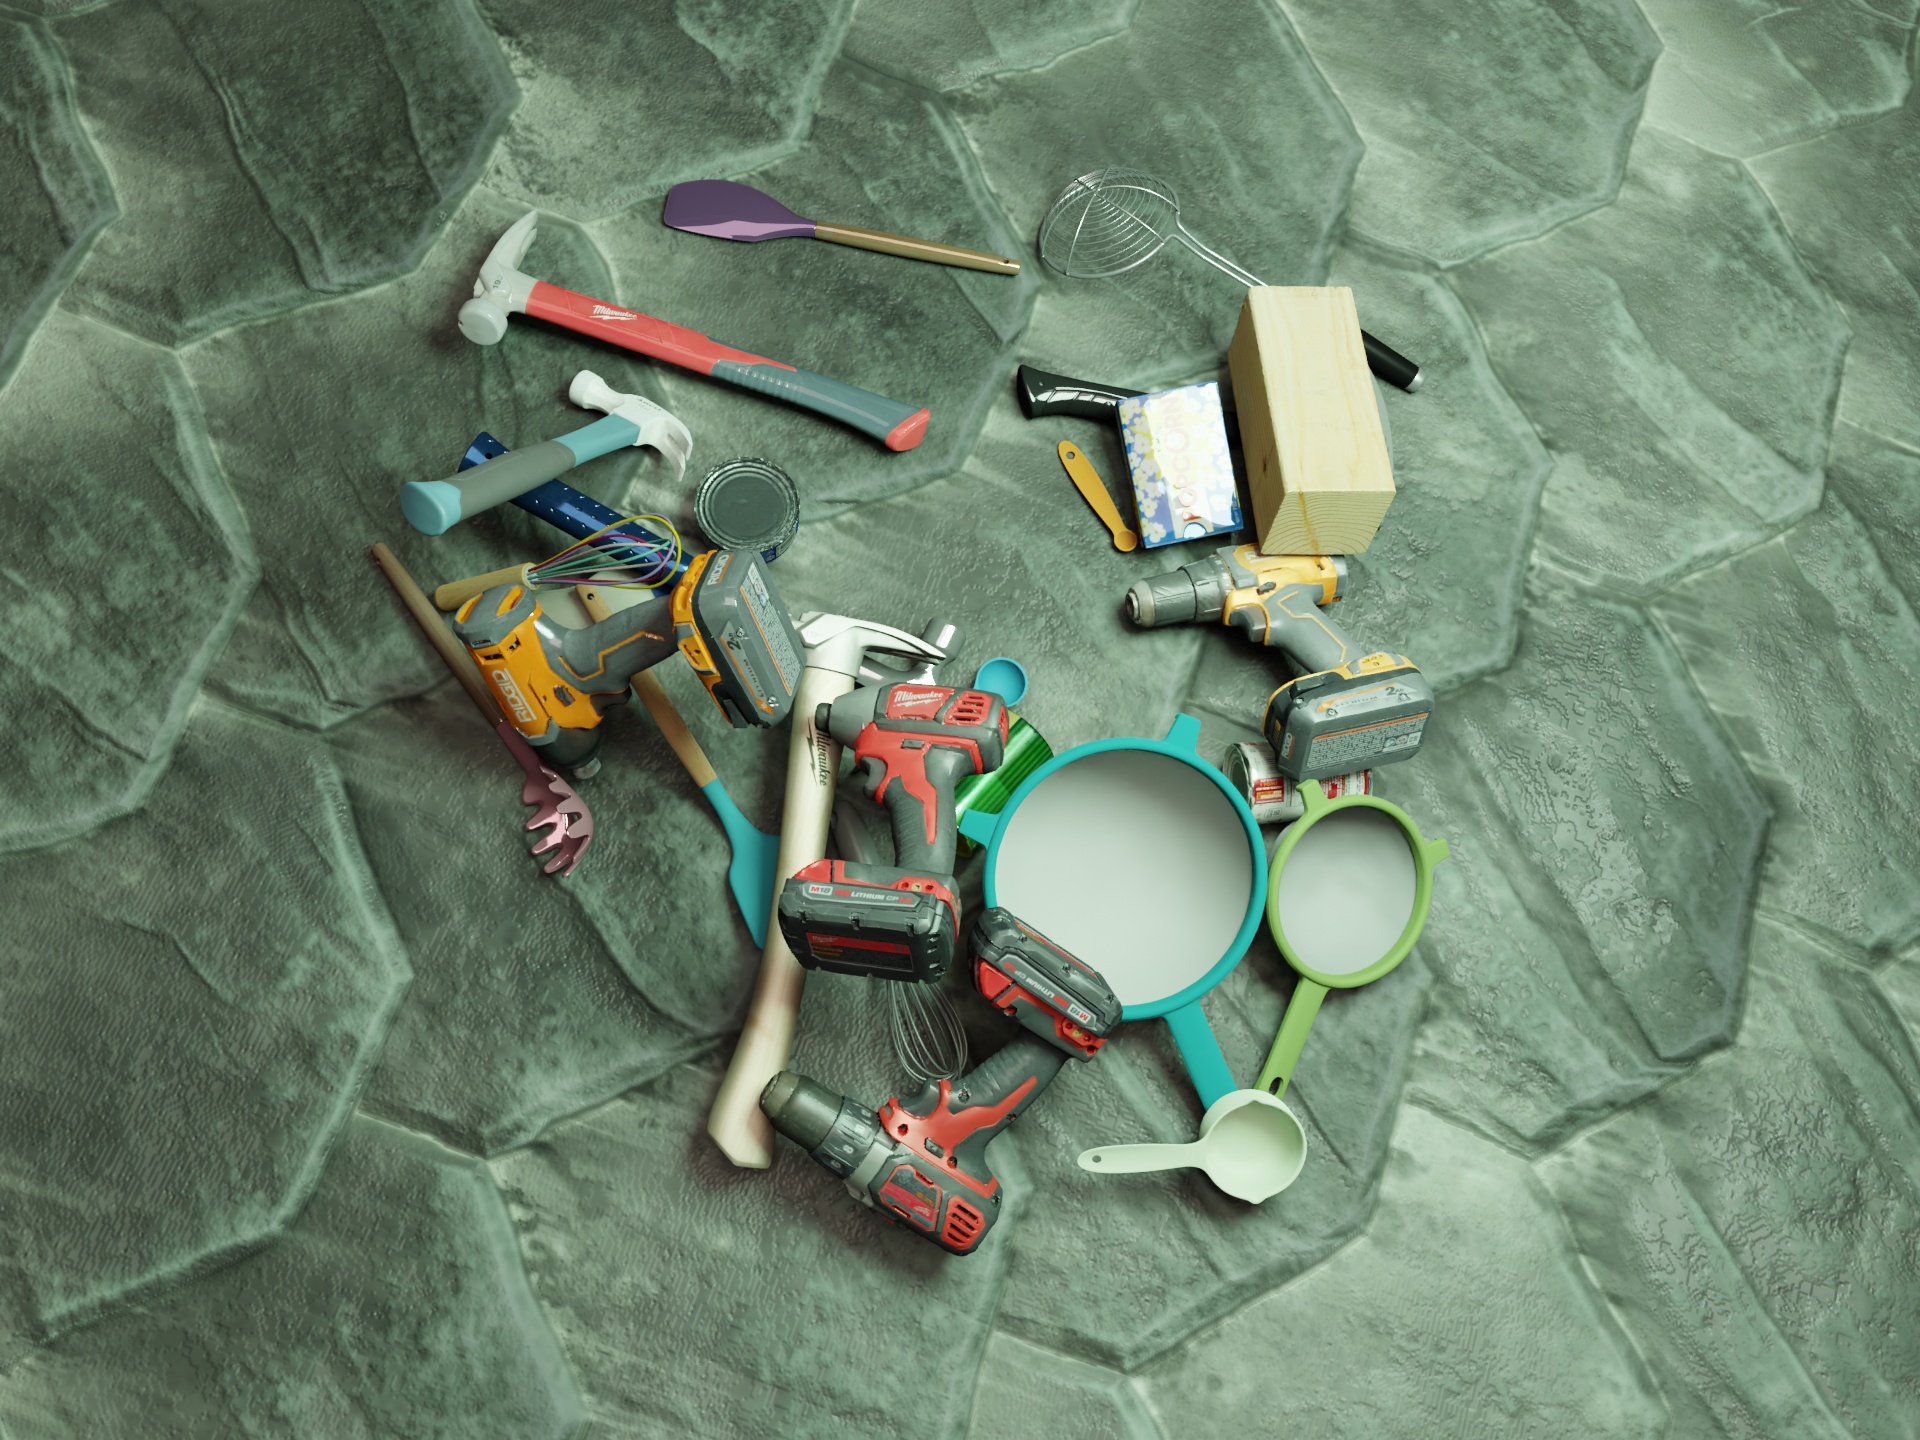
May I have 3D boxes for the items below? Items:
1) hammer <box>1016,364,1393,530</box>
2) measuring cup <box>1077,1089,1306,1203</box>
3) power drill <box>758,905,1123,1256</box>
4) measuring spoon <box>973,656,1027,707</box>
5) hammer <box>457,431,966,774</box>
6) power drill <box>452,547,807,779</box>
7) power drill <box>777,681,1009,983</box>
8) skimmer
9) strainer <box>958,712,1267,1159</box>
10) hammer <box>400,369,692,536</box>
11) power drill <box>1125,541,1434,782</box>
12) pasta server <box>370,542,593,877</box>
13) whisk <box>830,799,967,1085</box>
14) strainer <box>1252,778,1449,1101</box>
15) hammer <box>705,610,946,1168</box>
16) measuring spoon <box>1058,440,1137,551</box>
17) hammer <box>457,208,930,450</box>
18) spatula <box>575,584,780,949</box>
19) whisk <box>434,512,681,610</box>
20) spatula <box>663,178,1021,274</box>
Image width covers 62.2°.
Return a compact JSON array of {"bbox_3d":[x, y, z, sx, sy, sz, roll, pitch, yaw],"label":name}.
[{"bbox_3d":[0.212,-0.263,1.381,0.334,0.035,0.146,11,72,-3],"label":"hammer"},{"bbox_3d":[0.168,0.312,1.171,0.167,0.038,0.083,-4,100,0],"label":"measuring cup"},{"bbox_3d":[-0.013,0.243,1.121,0.188,0.080,0.226,34,92,-7],"label":"power drill"},{"bbox_3d":[-0.002,-0.004,1.285,0.128,0.021,0.042,-35,80,-7],"label":"measuring spoon"},{"bbox_3d":[-0.202,-0.102,1.241,0.405,0.035,0.144,28,75,-7],"label":"hammer"},{"bbox_3d":[-0.232,-0.033,1.148,0.226,0.164,0.084,-9,37,17],"label":"power drill"},{"bbox_3d":[-0.052,0.066,1.117,0.143,0.078,0.220,6,53,10],"label":"power drill"},{"bbox_3d":[0.245,-0.380,1.426,0.363,0.090,0.127,28,68,-8],"label":"skimmer"},{"bbox_3d":[0.145,0.171,1.216,0.211,0.095,0.340,-24,98,-1],"label":"strainer"},{"bbox_3d":[-0.306,-0.195,1.182,0.128,0.033,0.331,27,27,6],"label":"hammer"},{"bbox_3d":[0.249,-0.057,1.265,0.185,0.084,0.226,-11,47,-12],"label":"power drill"},{"bbox_3d":[-0.374,-0.015,1.228,0.040,0.060,0.316,-25,72,-46],"label":"pasta server"},{"bbox_3d":[-0.052,0.168,1.209,0.055,0.055,0.239,-18,71,-12],"label":"whisk"},{"bbox_3d":[0.269,0.177,1.240,0.151,0.069,0.256,23,88,-23],"label":"strainer"},{"bbox_3d":[-0.112,0.122,1.183,0.146,0.038,0.411,11,78,-11],"label":"hammer"},{"bbox_3d":[0.116,-0.191,1.361,0.021,0.011,0.117,-27,74,-11],"label":"measuring spoon"},{"bbox_3d":[-0.209,-0.317,1.338,0.386,0.038,0.143,18,54,-5],"label":"hammer"},{"bbox_3d":[-0.205,0.024,1.219,0.082,0.044,0.317,-33,89,-14],"label":"spatula"},{"bbox_3d":[-0.307,-0.109,1.200,0.245,0.047,0.051,-9,33,30],"label":"whisk"},{"bbox_3d":[-0.102,-0.431,1.404,0.316,0.018,0.060,11,71,-3],"label":"spatula"}]
